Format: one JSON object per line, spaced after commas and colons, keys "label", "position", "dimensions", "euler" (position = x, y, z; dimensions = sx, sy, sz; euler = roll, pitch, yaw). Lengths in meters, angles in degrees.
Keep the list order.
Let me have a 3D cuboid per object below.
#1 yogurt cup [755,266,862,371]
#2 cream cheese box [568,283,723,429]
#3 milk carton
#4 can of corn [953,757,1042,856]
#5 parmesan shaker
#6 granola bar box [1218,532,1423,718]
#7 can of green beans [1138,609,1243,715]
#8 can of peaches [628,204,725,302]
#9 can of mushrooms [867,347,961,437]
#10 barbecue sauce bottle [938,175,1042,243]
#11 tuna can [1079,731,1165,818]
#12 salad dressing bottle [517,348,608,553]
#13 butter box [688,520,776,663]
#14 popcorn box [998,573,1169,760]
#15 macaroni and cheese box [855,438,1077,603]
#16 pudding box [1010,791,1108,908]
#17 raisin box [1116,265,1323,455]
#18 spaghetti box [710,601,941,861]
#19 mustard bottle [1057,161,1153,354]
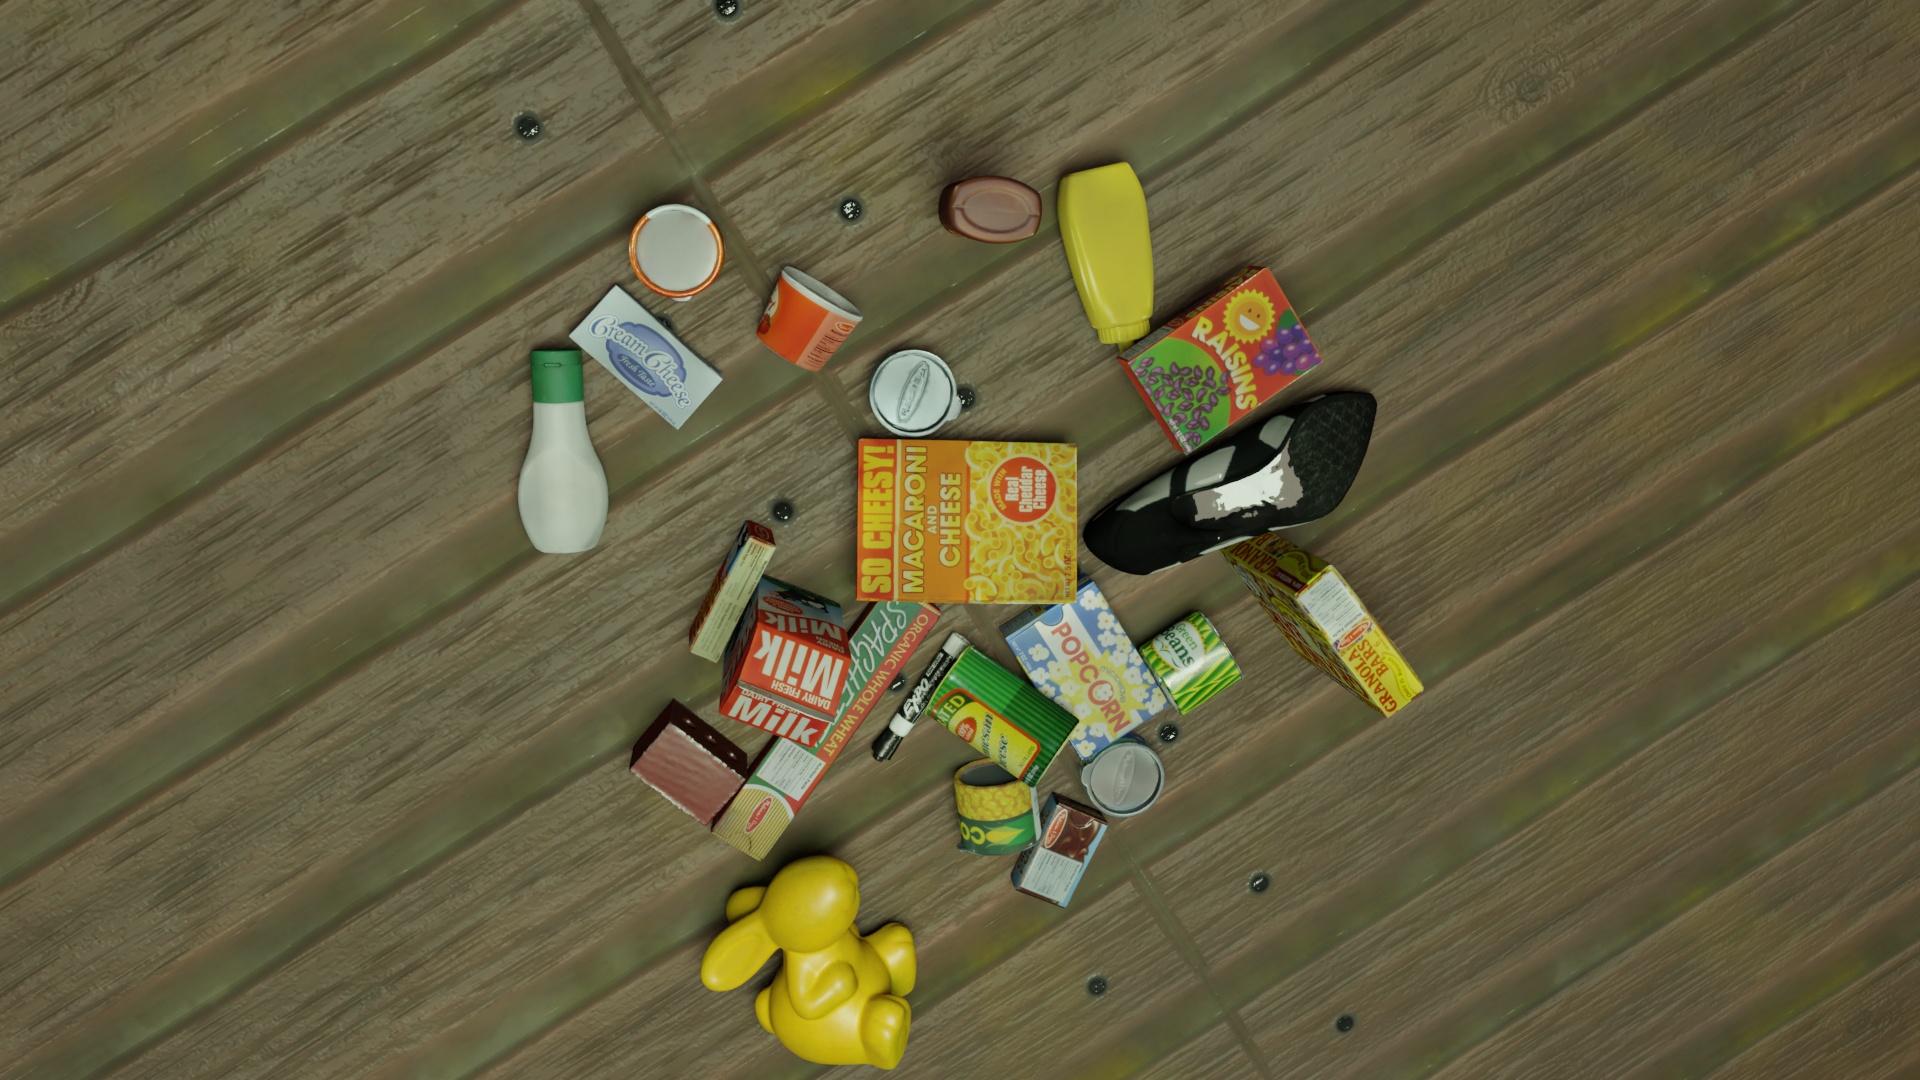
{"label": "yogurt cup", "position": [-0.113, -0.160, 1.018], "dimensions": [0.072, 0.072, 0.053], "euler": [30, 104, -13]}
{"label": "cream cheese box", "position": [-0.231, -0.136, 1.025], "dimensions": [0.103, 0.024, 0.053], "euler": [41, 92, -15]}
{"label": "milk carton", "position": [-0.127, 0.089, 1.003], "dimensions": [0.072, 0.191, 0.073], "euler": [22, 98, -13]}
{"label": "can of corn", "position": [0.027, 0.213, 1.116], "dimensions": [0.071, 0.071, 0.058], "euler": [-9, 103, -7]}
{"label": "parmesan shaker", "position": [0.034, 0.136, 1.081], "dimensions": [0.103, 0.071, 0.071], "euler": [34, 96, 10]}
{"label": "granola bar box", "position": [0.274, 0.057, 1.070], "dimensions": [0.039, 0.166, 0.124], "euler": [-39, 105, 1]}
{"label": "can of green beans", "position": [0.184, 0.098, 1.116], "dimensions": [0.058, 0.071, 0.071], "euler": [-32, 105, 0]}
{"label": "can of peaches", "position": [-0.202, -0.206, 0.997], "dimensions": [0.071, 0.058, 0.071], "euler": [-2, 102, -8]}
{"label": "can of mushrooms", "position": [-0.035, -0.112, 1.055], "dimensions": [0.071, 0.033, 0.071], "euler": [-2, 102, -8]}
{"label": "barbecue sauce bottle", "position": [0.013, -0.232, 0.977], "dimensions": [0.065, 0.149, 0.043], "euler": [3, 102, -9]}
{"label": "tuna can", "position": [0.130, 0.192, 1.145], "dimensions": [0.071, 0.033, 0.071], "euler": [-2, 102, -8]}
{"label": "salad dressing bottle", "position": [-0.293, -0.067, 1.021], "dimensions": [0.064, 0.044, 0.147], "euler": [-1, 101, -6]}
{"label": "butter box", "position": [-0.174, 0.038, 1.056], "dimensions": [0.024, 0.053, 0.103], "euler": [26, 98, -16]}
{"label": "popcorn box", "position": [0.100, 0.102, 1.119], "dimensions": [0.085, 0.038, 0.126], "euler": [-33, 105, 0]}
{"label": "macaroni and cheese box", "position": [0.004, -0.013, 1.062], "dimensions": [0.167, 0.040, 0.123], "euler": [1, 85, -7]}
{"label": "pudding box", "position": [0.082, 0.257, 1.153], "dimensions": [0.049, 0.030, 0.083], "euler": [24, 97, -12]}
{"label": "raisin box", "position": [0.191, -0.133, 1.021], "dimensions": [0.123, 0.040, 0.086], "euler": [-35, 103, 1]}
{"label": "spaghetti box", "position": [-0.106, 0.140, 1.100], "dimensions": [0.050, 0.029, 0.250], "euler": [35, 95, -14]}
{"label": "mustard bottle", "position": [0.115, -0.201, 1.051], "dimensions": [0.065, 0.049, 0.159], "euler": [-13, 104, -5]}
